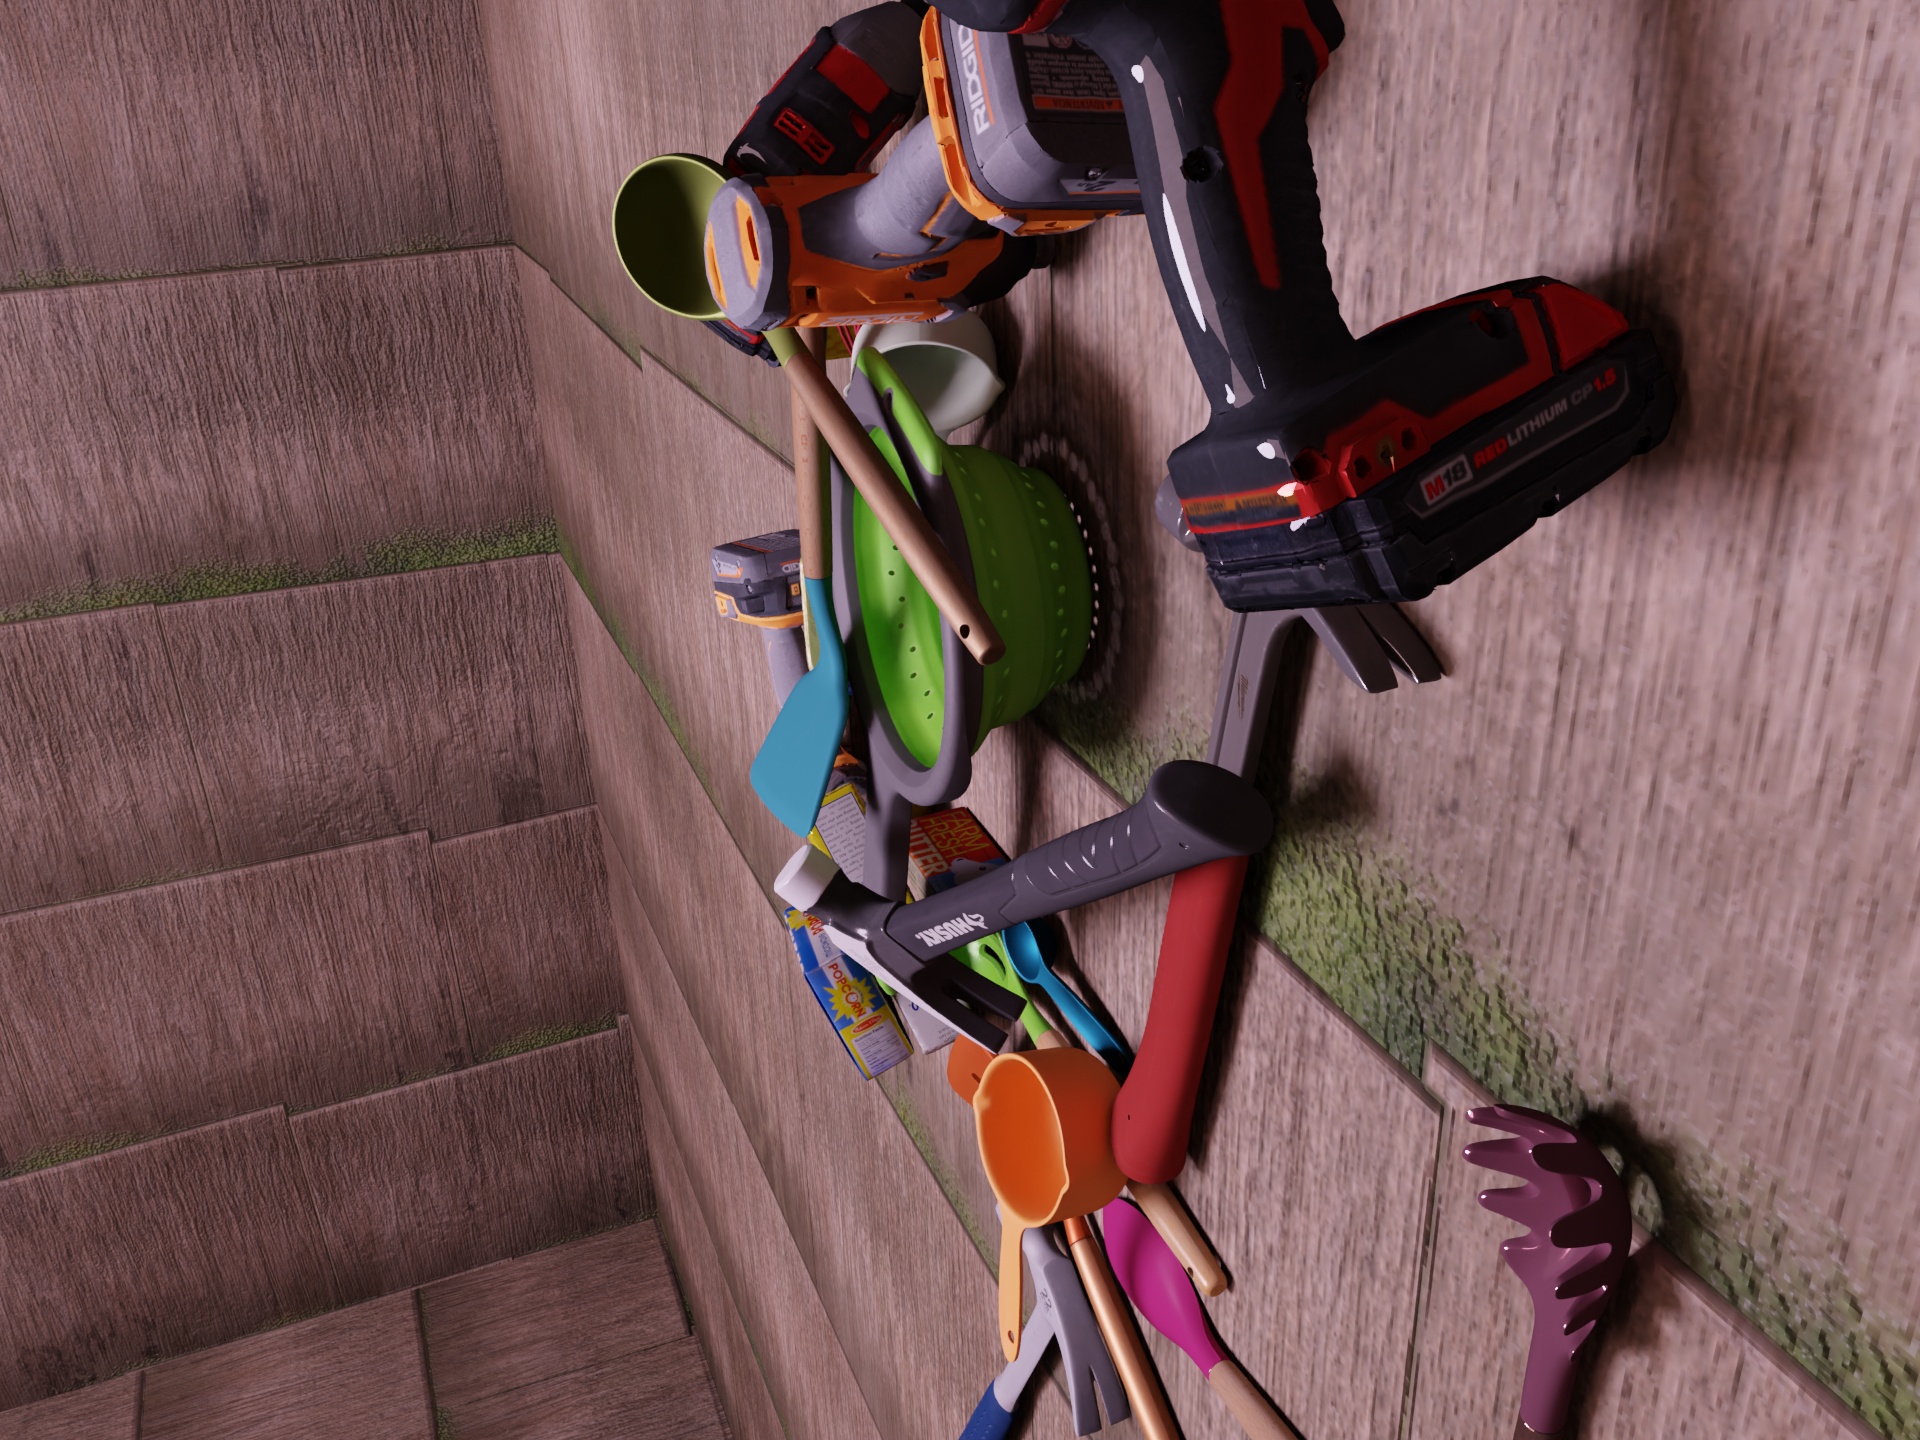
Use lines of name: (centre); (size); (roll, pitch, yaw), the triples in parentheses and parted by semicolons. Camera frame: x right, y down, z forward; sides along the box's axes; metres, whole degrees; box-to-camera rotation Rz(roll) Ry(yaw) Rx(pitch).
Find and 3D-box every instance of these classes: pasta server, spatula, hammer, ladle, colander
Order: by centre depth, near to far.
pasta server: (0.190, 0.260, 0.548); (0.060, 0.040, 0.316); (-112, 17, -61)
hammer: (0.109, 0.080, 0.675); (0.149, 0.036, 0.358); (-124, 29, -47)
ladle: (-0.071, -0.142, 0.707); (0.320, 0.062, 0.078); (58, 133, 30)
hammer: (0.031, 0.081, 0.717); (0.146, 0.035, 0.335); (40, 151, -10)
spatula: (-0.083, -0.097, 0.814); (0.082, 0.044, 0.317); (37, 134, 54)
colander: (-0.001, -0.003, 0.841); (0.205, 0.094, 0.396); (-119, 26, -45)
spatula: (0.071, 0.325, 0.912); (0.081, 0.041, 0.323); (107, 145, -52)
hammer: (0.035, 0.469, 1.102); (0.405, 0.035, 0.144); (103, 150, -49)

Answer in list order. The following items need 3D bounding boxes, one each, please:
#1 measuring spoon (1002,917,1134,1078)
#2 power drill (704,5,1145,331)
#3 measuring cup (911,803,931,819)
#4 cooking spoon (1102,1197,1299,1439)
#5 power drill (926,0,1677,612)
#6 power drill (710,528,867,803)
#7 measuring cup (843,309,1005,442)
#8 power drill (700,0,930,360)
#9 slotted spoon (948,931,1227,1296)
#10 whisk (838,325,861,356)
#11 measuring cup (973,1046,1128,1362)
measuring spoon: (0.065, 0.149, 0.875); (0.129, 0.021, 0.042); (46, 143, 42)
power drill: (0.015, -0.213, 0.628); (0.226, 0.164, 0.084); (-7, 94, 58)
measuring cup: (-0.031, 0.002, 1.052); (0.062, 0.029, 0.156); (-136, 50, -58)
cooking spoon: (0.138, 0.328, 0.760); (0.319, 0.017, 0.068); (-144, 45, -63)
power drill: (0.100, -0.161, 0.411); (0.226, 0.188, 0.080); (63, 158, -13)
power drill: (-0.108, -0.019, 1.165); (0.185, 0.084, 0.226); (23, 126, 64)
measuring cup: (-0.016, -0.167, 0.860); (0.167, 0.083, 0.038); (82, -173, -67)
power drill: (-0.084, -0.297, 0.869); (0.078, 0.143, 0.219); (37, 162, -10)
slotted spoon: (0.061, 0.197, 0.890); (0.314, 0.031, 0.070); (-129, 31, -49)
whisk: (-0.050, -0.210, 0.927); (0.295, 0.073, 0.073); (119, 136, -71)
measuring cup: (0.049, 0.255, 0.836); (0.095, 0.052, 0.173); (25, 116, 58)
